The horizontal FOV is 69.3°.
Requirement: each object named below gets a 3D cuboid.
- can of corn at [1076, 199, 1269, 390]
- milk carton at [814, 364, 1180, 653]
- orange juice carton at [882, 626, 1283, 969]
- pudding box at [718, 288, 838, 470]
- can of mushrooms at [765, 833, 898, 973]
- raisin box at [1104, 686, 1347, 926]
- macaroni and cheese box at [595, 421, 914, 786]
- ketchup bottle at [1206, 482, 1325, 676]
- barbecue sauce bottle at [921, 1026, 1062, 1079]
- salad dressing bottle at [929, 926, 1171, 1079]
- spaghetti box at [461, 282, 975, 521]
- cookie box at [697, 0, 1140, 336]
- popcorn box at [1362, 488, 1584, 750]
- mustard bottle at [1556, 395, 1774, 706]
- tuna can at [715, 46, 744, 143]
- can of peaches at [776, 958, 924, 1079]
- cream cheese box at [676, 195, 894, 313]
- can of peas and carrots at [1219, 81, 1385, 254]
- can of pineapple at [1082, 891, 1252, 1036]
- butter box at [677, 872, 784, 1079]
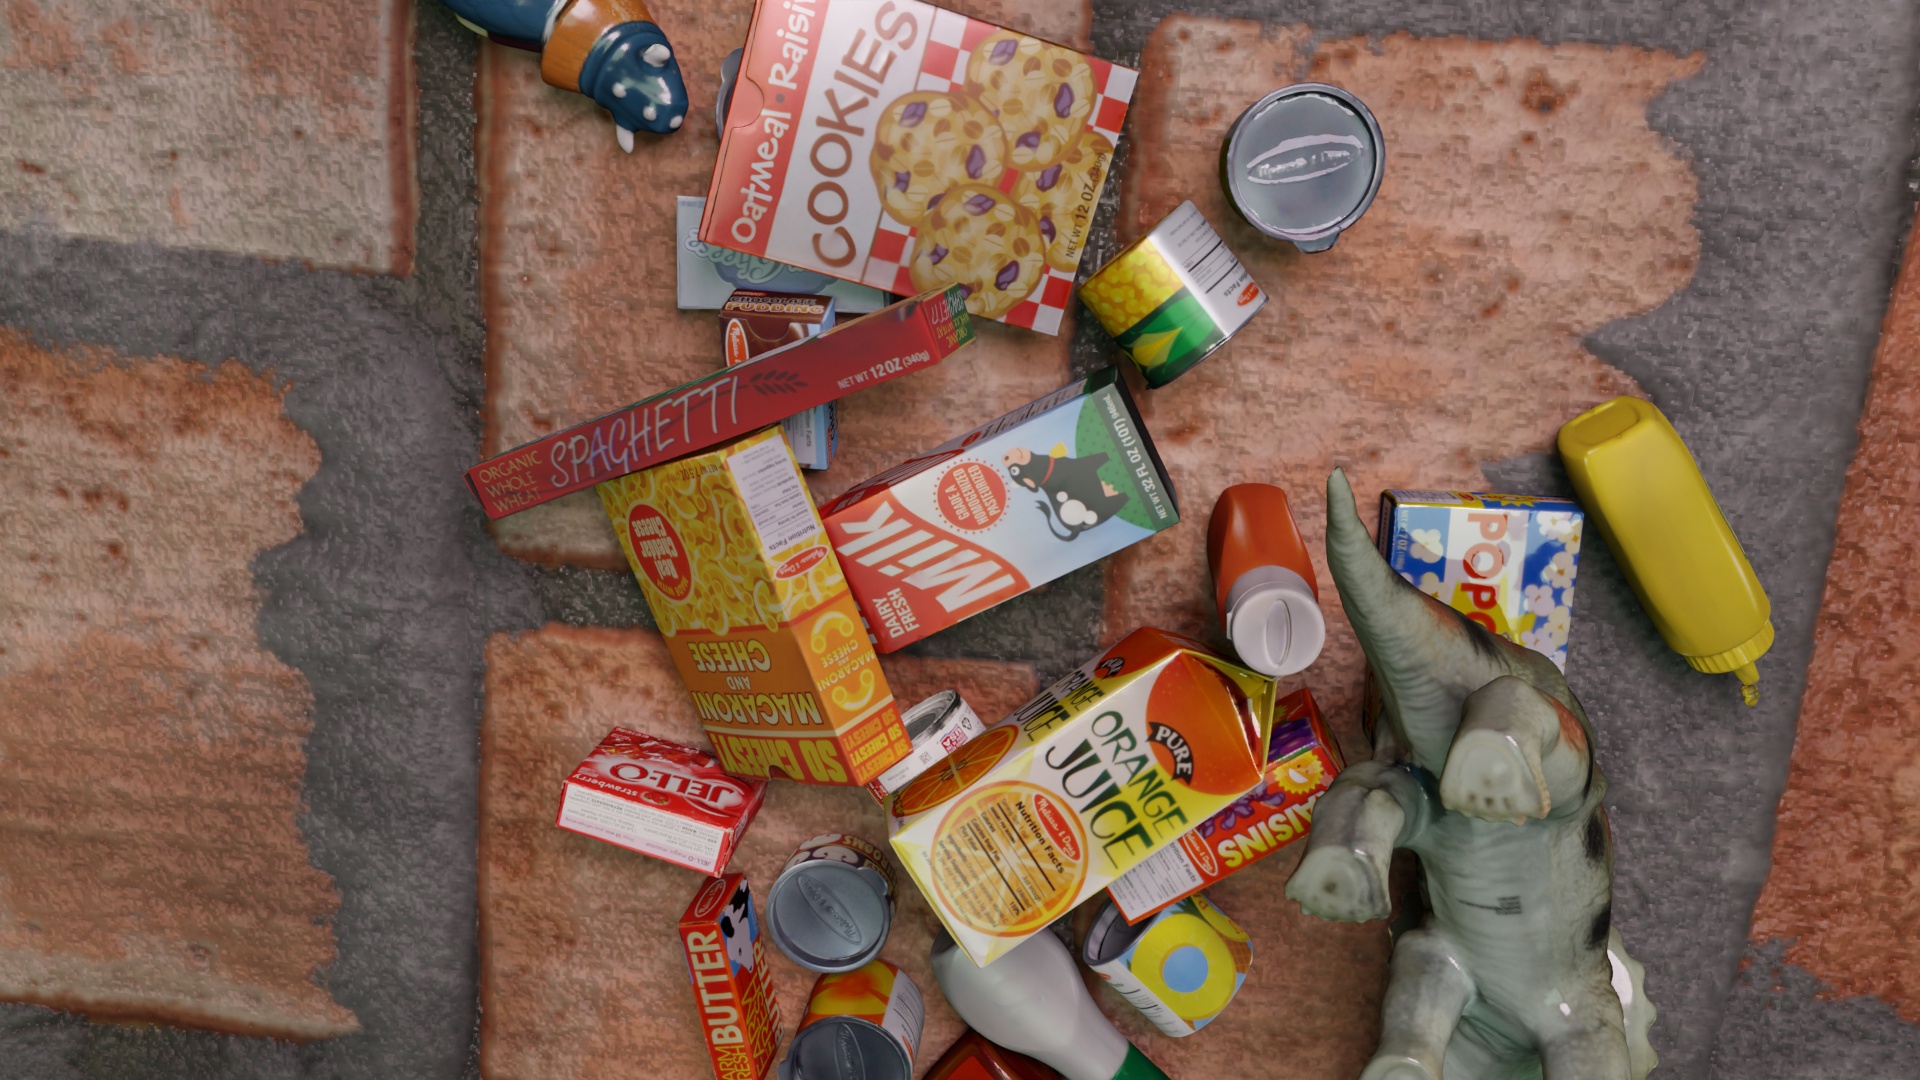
[{"bbox_3d":[0.094,-0.110,0.630,0.071,0.071,0.058,-38,96,14],"label":"can of corn"},{"bbox_3d":[0.002,-0.008,0.660,0.190,0.073,0.072,-24,100,12],"label":"milk carton"},{"bbox_3d":[0.065,0.102,0.632,0.193,0.072,0.073,-33,96,-3],"label":"orange juice carton"},{"bbox_3d":[-0.085,-0.076,0.662,0.050,0.030,0.083,5,126,6],"label":"pudding box"},{"bbox_3d":[-0.065,0.191,0.737,0.071,0.033,0.071,2,103,7],"label":"can of mushrooms"},{"bbox_3d":[0.125,0.126,0.672,0.123,0.086,0.040,-31,94,13],"label":"raisin box"},{"bbox_3d":[-0.101,0.035,0.665,0.123,0.040,0.166,-8,107,50],"label":"macaroni and cheese box"},{"bbox_3d":[0.133,0.019,0.613,0.043,0.149,0.064,0,104,8],"label":"ketchup bottle"},{"bbox_3d":[-0.011,0.332,0.760,0.065,0.044,0.148,41,105,4],"label":"barbecue sauce bottle"},{"bbox_3d":[0.050,0.253,0.734,0.147,0.044,0.064,45,88,-6],"label":"salad dressing bottle"},{"bbox_3d":[-0.113,-0.060,0.625,0.249,0.050,0.028,-17,102,23],"label":"spaghetti box"},{"bbox_3d":[-0.020,-0.172,0.614,0.167,0.040,0.122,13,105,-16],"label":"cookie box"},{"bbox_3d":[0.242,0.040,0.663,0.085,0.038,0.126,2,104,5],"label":"popcorn box"},{"bbox_3d":[0.331,0.010,0.636,0.048,0.065,0.160,-31,104,18],"label":"mustard bottle"},{"bbox_3d":[-0.079,-0.197,0.645,0.071,0.033,0.071,1,104,6],"label":"tuna can"},{"bbox_3d":[-0.057,0.267,0.742,0.071,0.058,0.071,2,105,6],"label":"can of peaches"},{"bbox_3d":[-0.084,-0.137,0.664,0.104,0.024,0.053,2,106,6],"label":"cream cheese box"},{"bbox_3d":[0.150,-0.164,0.614,0.071,0.059,0.070,2,105,6],"label":"can of peas and carrots"},{"bbox_3d":[0.106,0.206,0.705,0.058,0.071,0.071,43,104,-5],"label":"can of pineapple"},{"bbox_3d":[-0.122,0.237,0.744,0.024,0.053,0.103,-8,103,11],"label":"butter box"}]
